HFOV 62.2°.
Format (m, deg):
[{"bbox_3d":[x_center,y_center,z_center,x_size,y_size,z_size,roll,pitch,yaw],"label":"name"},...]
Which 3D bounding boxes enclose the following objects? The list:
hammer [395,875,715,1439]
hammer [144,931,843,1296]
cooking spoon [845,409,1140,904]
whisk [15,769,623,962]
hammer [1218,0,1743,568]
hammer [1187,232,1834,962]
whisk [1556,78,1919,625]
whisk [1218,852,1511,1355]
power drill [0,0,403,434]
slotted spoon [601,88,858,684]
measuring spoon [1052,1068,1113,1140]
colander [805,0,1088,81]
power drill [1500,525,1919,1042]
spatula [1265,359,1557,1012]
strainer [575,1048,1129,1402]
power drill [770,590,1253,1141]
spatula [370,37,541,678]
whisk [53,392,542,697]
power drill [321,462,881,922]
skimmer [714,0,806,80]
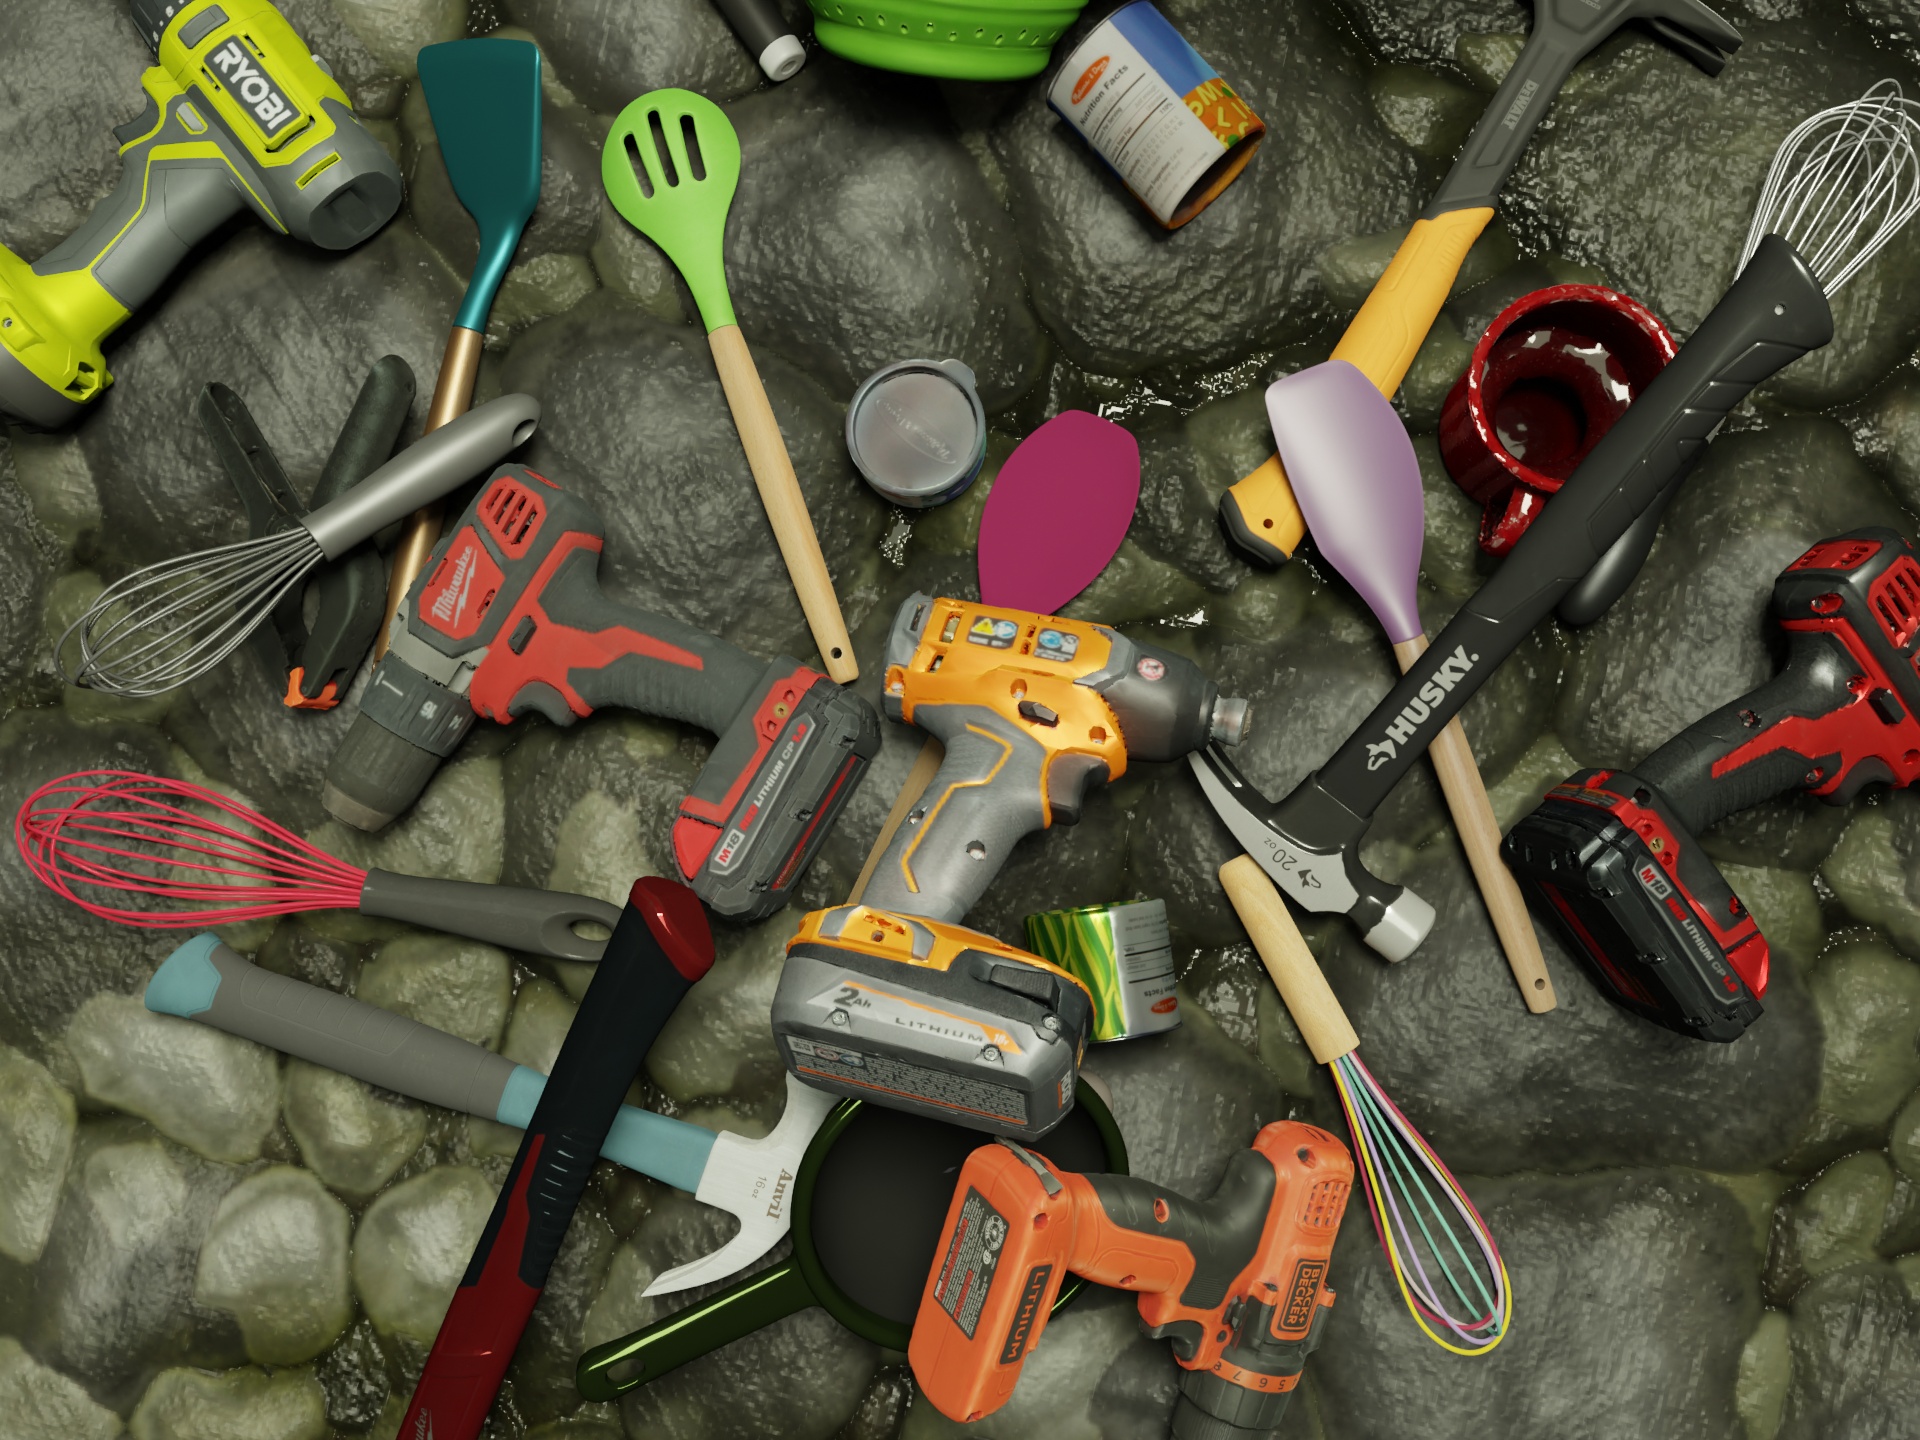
[{"bbox_3d":[-0.213,0.239,0.700,0.143,0.038,0.386,26,98,17],"label":"hammer"},{"bbox_3d":[-0.226,0.170,0.752,0.331,0.033,0.128,18,86,4],"label":"hammer"},{"bbox_3d":[-0.001,-0.002,0.760,0.069,0.017,0.319,26,87,11],"label":"cooking spoon"},{"bbox_3d":[-0.299,0.077,0.752,0.296,0.073,0.073,11,86,-2],"label":"whisk"},{"bbox_3d":[0.231,-0.216,0.757,0.127,0.034,0.337,32,88,6],"label":"hammer"},{"bbox_3d":[0.233,-0.057,0.678,0.146,0.035,0.334,38,113,6],"label":"hammer"},{"bbox_3d":[0.357,-0.167,0.736,0.070,0.070,0.284,32,93,5],"label":"whisk"},{"bbox_3d":[0.181,0.174,0.726,0.047,0.051,0.245,-28,82,6],"label":"whisk"},{"bbox_3d":[-0.414,-0.269,0.774,0.228,0.080,0.190,-39,85,-3],"label":"power drill"},{"bbox_3d":[-0.105,-0.166,0.774,0.070,0.031,0.314,-19,86,2],"label":"slotted spoon"},{"bbox_3d":[0.016,0.159,0.747,0.124,0.018,0.034,30,88,5],"label":"measuring spoon"},{"bbox_3d":[-0.090,-0.360,0.724,0.397,0.205,0.094,7,121,-2],"label":"colander"},{"bbox_3d":[0.366,0.033,0.706,0.219,0.078,0.143,-40,100,-5],"label":"power drill"},{"bbox_3d":[0.217,-0.014,0.732,0.060,0.018,0.316,-20,92,-3],"label":"spatula"},{"bbox_3d":[-0.052,0.224,0.711,0.256,0.069,0.151,-25,109,-3],"label":"strainer"},{"bbox_3d":[0.026,0.051,0.665,0.164,0.084,0.227,11,57,12],"label":"power drill"},{"bbox_3d":[-0.255,-0.168,0.773,0.082,0.044,0.317,11,88,28],"label":"spatula"},{"bbox_3d":[-0.291,-0.084,0.715,0.239,0.055,0.055,-37,85,-19],"label":"whisk"},{"bbox_3d":[-0.172,0.009,0.741,0.227,0.080,0.188,31,87,8],"label":"power drill"},{"bbox_3d":[-0.171,-0.484,0.769,0.127,0.090,0.363,-31,87,-31],"label":"skimmer"}]
